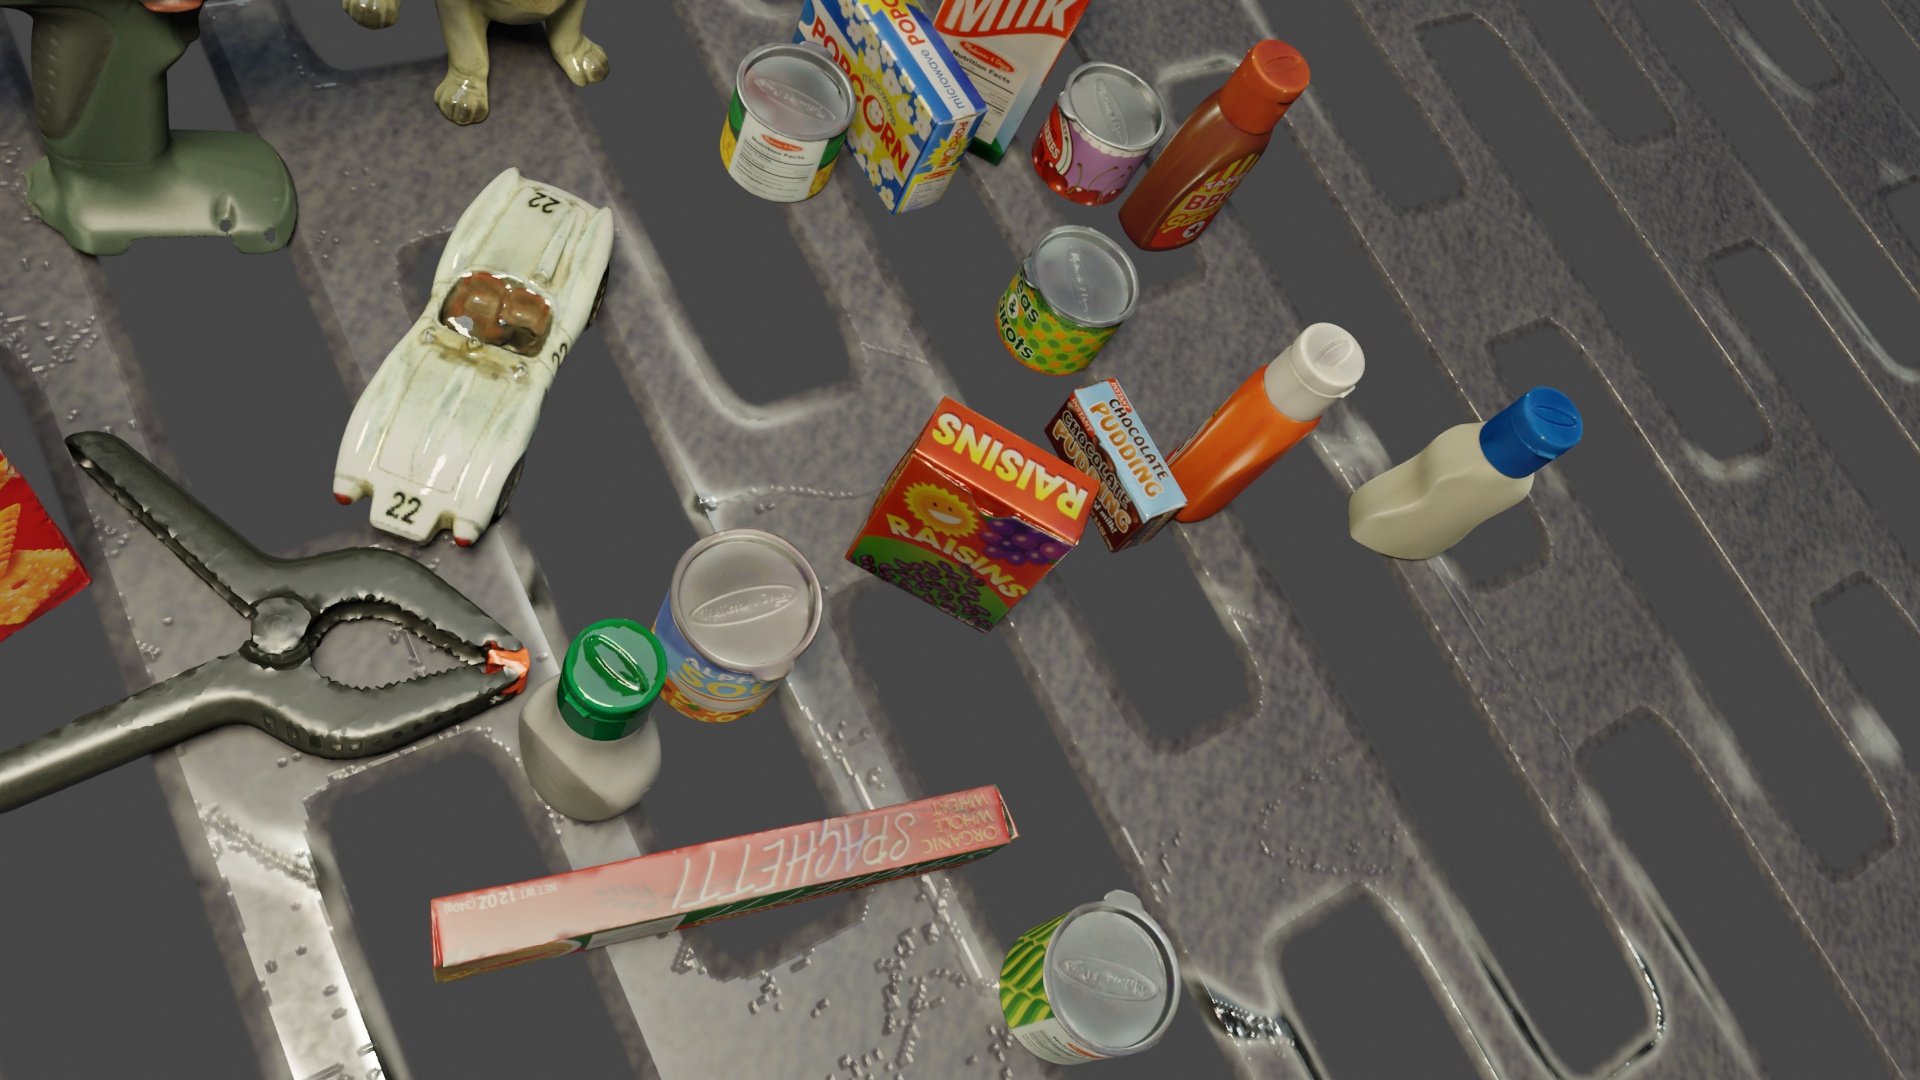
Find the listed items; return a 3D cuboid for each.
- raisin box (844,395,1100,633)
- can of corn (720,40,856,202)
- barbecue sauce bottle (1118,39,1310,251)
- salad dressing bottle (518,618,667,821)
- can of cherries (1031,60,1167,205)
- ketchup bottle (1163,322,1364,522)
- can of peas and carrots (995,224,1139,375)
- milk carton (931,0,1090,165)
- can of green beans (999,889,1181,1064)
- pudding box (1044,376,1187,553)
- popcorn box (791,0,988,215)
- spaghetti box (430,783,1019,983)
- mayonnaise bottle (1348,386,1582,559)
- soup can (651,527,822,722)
[{"bbox_3d":[0.002,-0.008,0.670,0.086,0.123,0.040,30,60,-6],"label":"raisin box"},{"bbox_3d":[-0.096,-0.234,0.775,0.071,0.058,0.071,8,64,-17],"label":"can of corn"},{"bbox_3d":[0.150,-0.229,0.814,0.065,0.148,0.044,-23,77,-28],"label":"barbecue sauce bottle"},{"bbox_3d":[-0.147,0.074,0.561,0.064,0.147,0.044,44,59,3],"label":"salad dressing bottle"},{"bbox_3d":[0.081,-0.248,0.849,0.071,0.058,0.072,8,64,-17],"label":"can of cherries"},{"bbox_3d":[0.159,-0.062,0.739,0.065,0.148,0.043,-35,82,-30],"label":"ketchup bottle"},{"bbox_3d":[0.057,-0.135,0.787,0.071,0.058,0.071,8,64,-17],"label":"can of peas and carrots"},{"bbox_3d":[0.033,-0.309,0.782,0.073,0.189,0.073,26,60,-8],"label":"milk carton"},{"bbox_3d":[0.058,0.202,0.631,0.071,0.057,0.071,8,64,-17],"label":"can of green beans"},{"bbox_3d":[0.084,-0.041,0.759,0.030,0.049,0.084,-21,75,-27],"label":"pudding box"},{"bbox_3d":[-0.044,-0.262,0.793,0.038,0.085,0.127,-26,77,-28],"label":"popcorn box"},{"bbox_3d":[-0.097,0.147,0.602,0.251,0.050,0.029,-7,70,-23],"label":"spaghetti box"},{"bbox_3d":[0.281,-0.035,0.773,0.065,0.147,0.041,14,63,-15],"label":"mayonnaise bottle"},{"bbox_3d":[-0.104,0.043,0.629,0.071,0.083,0.071,8,64,-17],"label":"soup can"}]
